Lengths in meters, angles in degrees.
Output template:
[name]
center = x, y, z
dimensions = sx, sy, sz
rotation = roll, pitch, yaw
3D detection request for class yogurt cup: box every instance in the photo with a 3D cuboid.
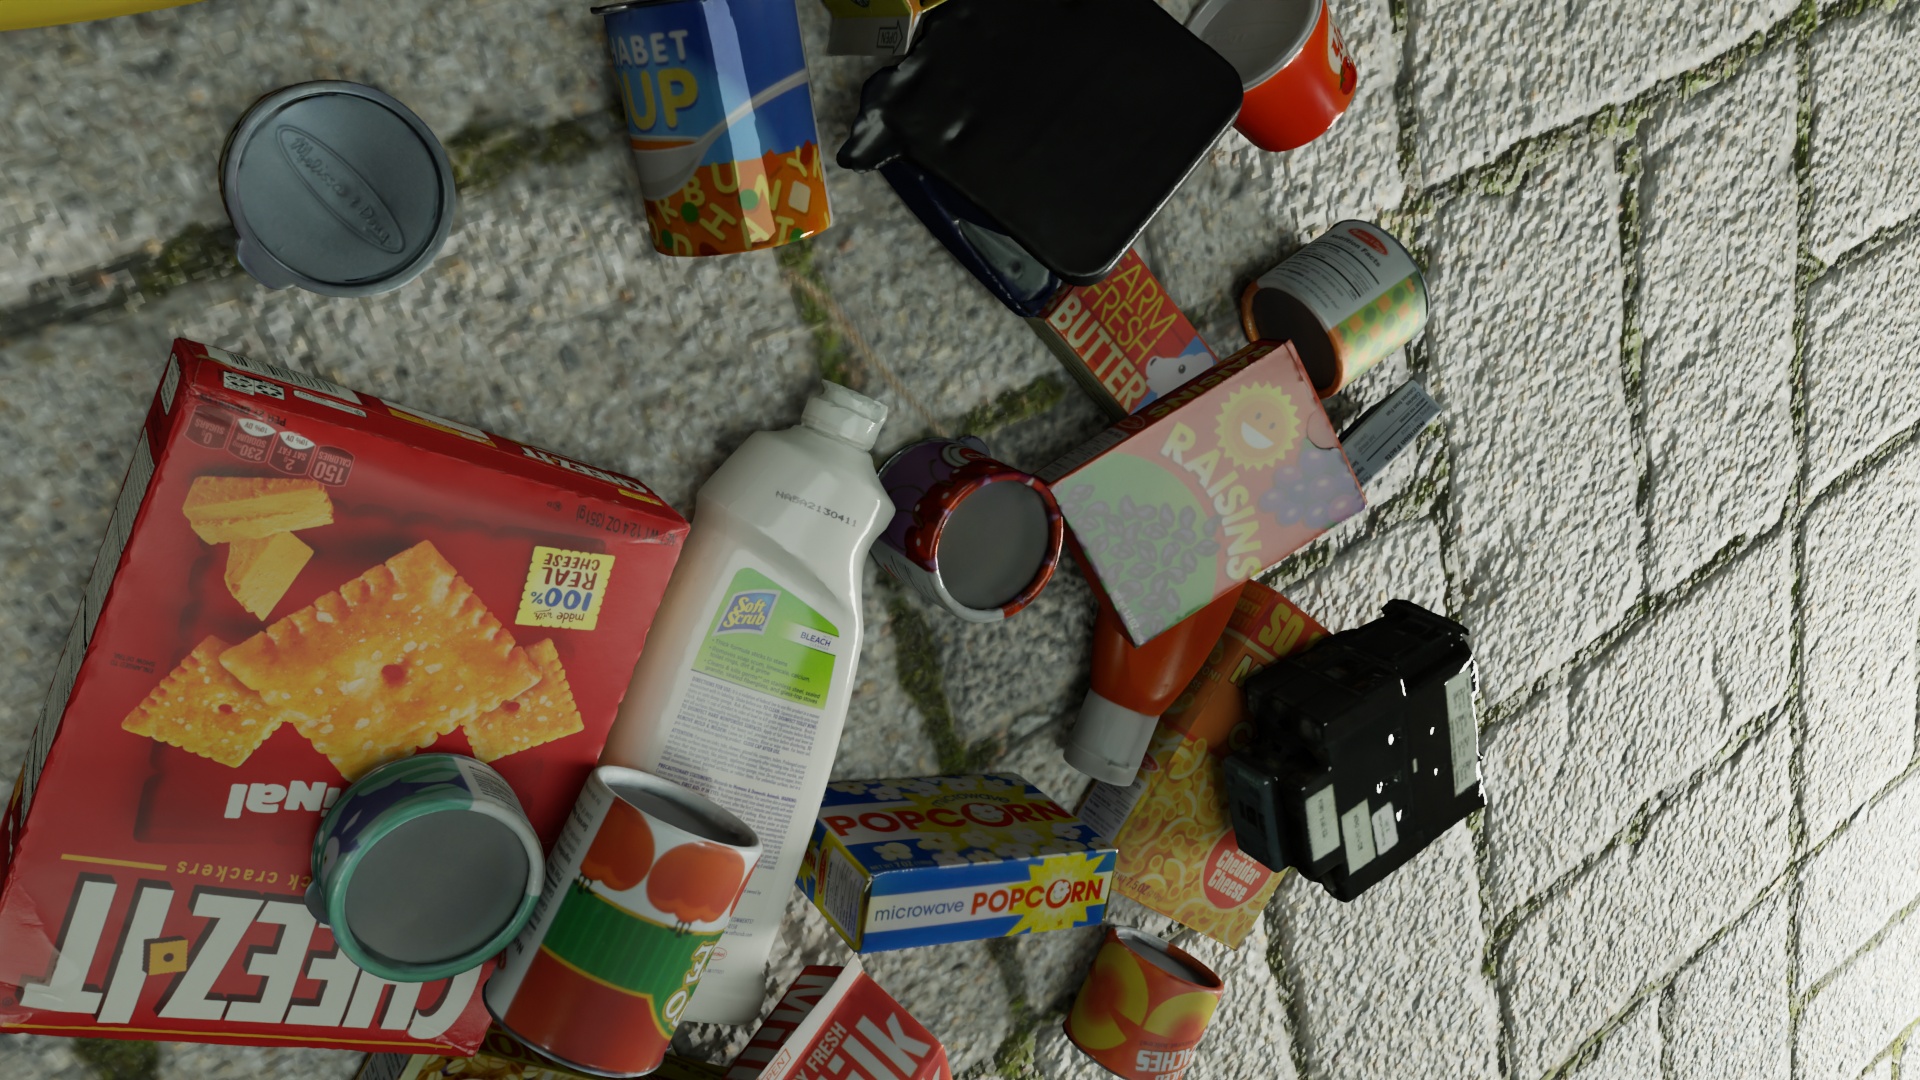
[yogurt cup]
center = 0.135, -0.206, 0.600
dimensions = 0.054, 0.072, 0.072
rotation = 33, 87, -43

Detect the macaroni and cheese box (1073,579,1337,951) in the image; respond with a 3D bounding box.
[macaroni and cheese box]
center = 0.140, 0.115, 0.720
dimensions = 0.123, 0.040, 0.166
rotation = 34, 87, -35

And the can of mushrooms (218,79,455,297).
[can of mushrooms]
center = -0.200, -0.111, 0.442
dimensions = 0.071, 0.033, 0.070
rotation = -11, 111, -29

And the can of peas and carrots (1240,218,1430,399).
[can of peas and carrots]
center = 0.175, -0.106, 0.655
dimensions = 0.059, 0.071, 0.070
rotation = -35, 121, -17

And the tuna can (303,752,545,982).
[tuna can]
center = -0.172, 0.106, 0.444
dimensions = 0.071, 0.033, 0.070
rotation = -12, 114, -29

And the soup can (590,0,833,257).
[soup can]
center = -0.085, -0.146, 0.481
dimensions = 0.071, 0.071, 0.083
rotation = -19, 115, -25

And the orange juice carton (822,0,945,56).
[orange juice carton]
center = -0.015, -0.266, 0.482
dimensions = 0.073, 0.072, 0.192
rotation = 5, 102, -32

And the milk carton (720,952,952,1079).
[milk carton]
center = -0.049, 0.249, 0.583
dimensions = 0.073, 0.073, 0.189
rotation = -48, 146, -35

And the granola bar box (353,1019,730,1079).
[granola bar box]
center = -0.180, 0.266, 0.572
dimensions = 0.165, 0.039, 0.124
rotation = 30, 88, -35

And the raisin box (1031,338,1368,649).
[raisin box]
center = 0.105, -0.022, 0.611
dimensions = 0.123, 0.040, 0.086
rotation = -31, 103, -4

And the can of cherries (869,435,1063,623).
[can of cherries]
center = 0.002, -0.007, 0.584
dimensions = 0.072, 0.058, 0.071
rotation = -10, 111, -28

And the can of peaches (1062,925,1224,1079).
[can of peaches]
center = 0.096, 0.241, 0.715
dimensions = 0.071, 0.071, 0.058
rotation = 25, 91, -35

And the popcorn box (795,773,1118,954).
[popcorn box]
center = -0.007, 0.138, 0.609
dimensions = 0.127, 0.085, 0.038
rotation = 3, 103, -32

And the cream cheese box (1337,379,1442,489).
[cream cheese box]
center = 0.189, -0.034, 0.693
dimensions = 0.104, 0.053, 0.024
rotation = -42, 85, -13

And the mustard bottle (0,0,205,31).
[mustard bottle]
center = -0.257, -0.172, 0.378
dimensions = 0.161, 0.049, 0.065
rotation = -25, 117, -22

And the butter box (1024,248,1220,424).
[butter box]
center = 0.076, -0.087, 0.624
dimensions = 0.053, 0.024, 0.103
rotation = -51, 124, -7

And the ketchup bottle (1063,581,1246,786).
[ketchup bottle]
center = 0.093, 0.043, 0.664
dimensions = 0.065, 0.043, 0.148
rotation = 20, 95, -20

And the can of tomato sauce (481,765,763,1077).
[can of tomato sauce]
center = -0.113, 0.130, 0.479
dimensions = 0.071, 0.071, 0.083
rotation = 27, 88, -35
